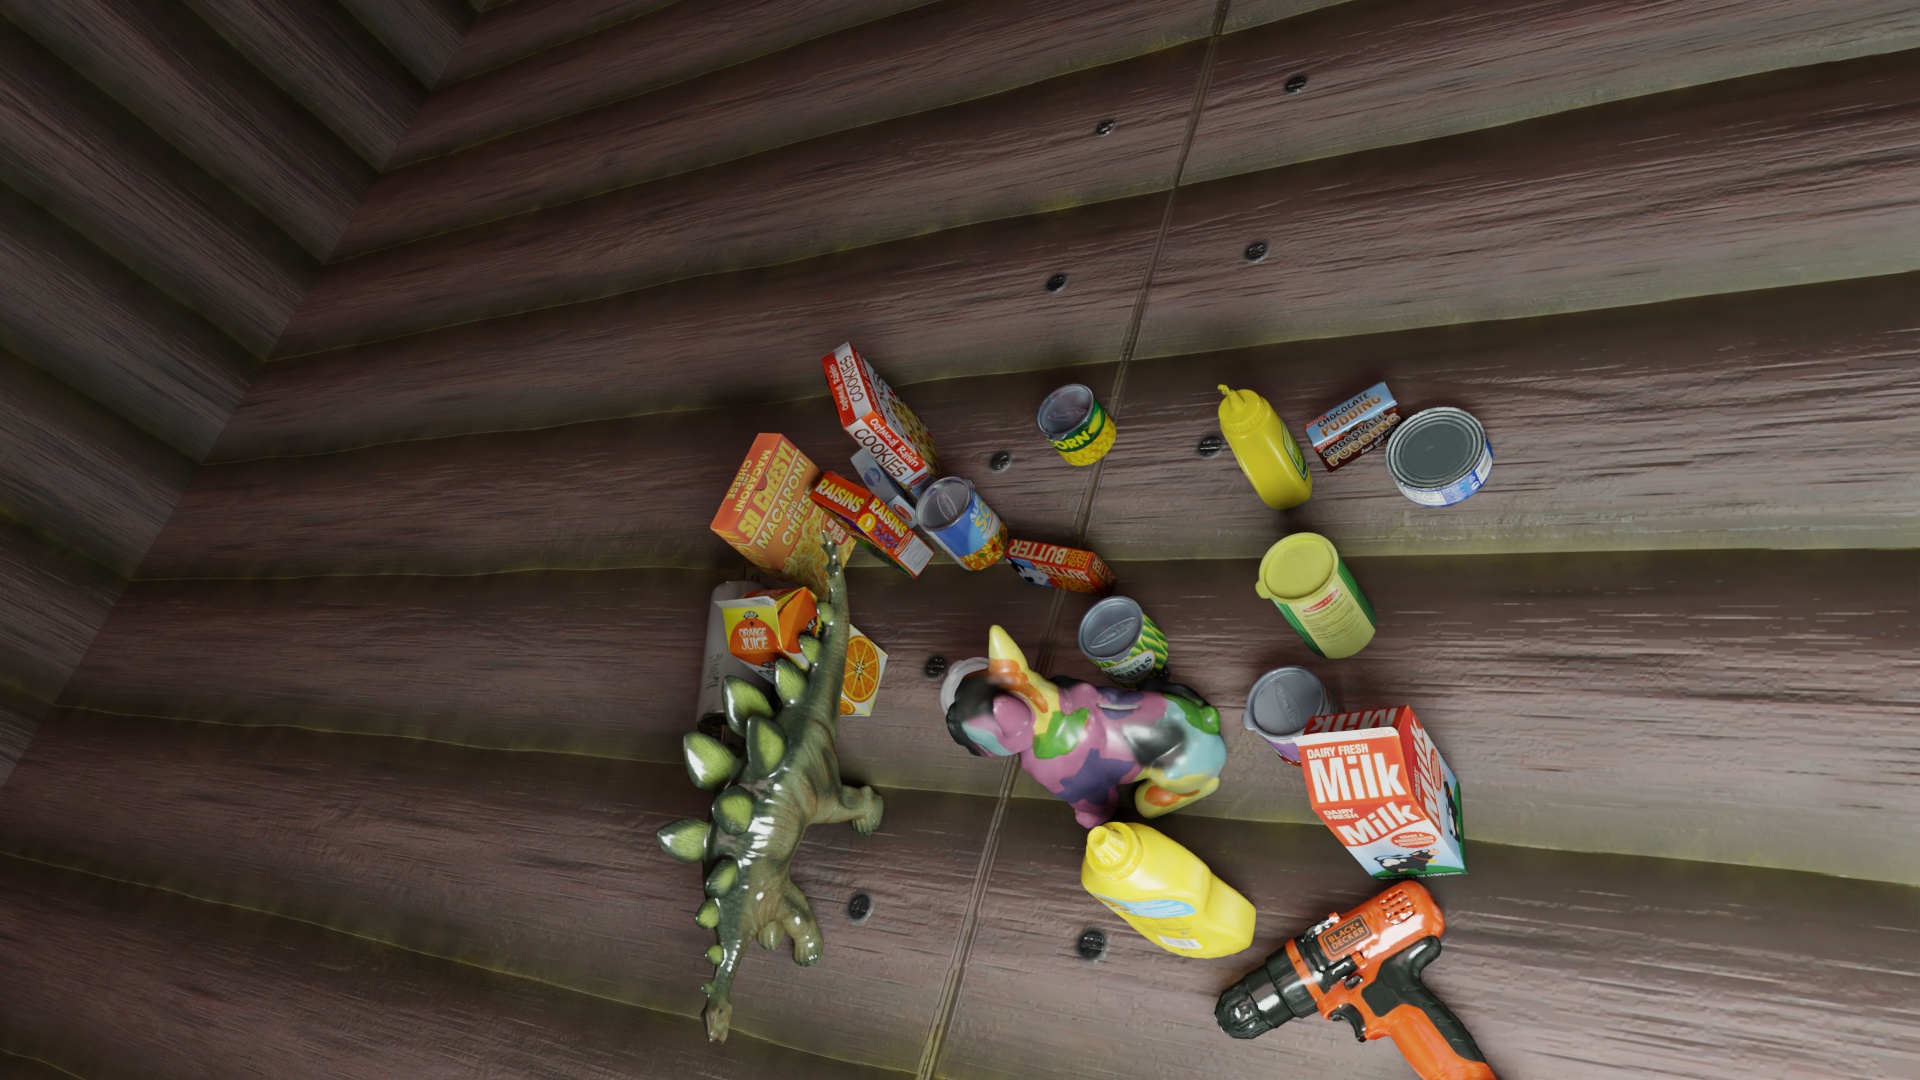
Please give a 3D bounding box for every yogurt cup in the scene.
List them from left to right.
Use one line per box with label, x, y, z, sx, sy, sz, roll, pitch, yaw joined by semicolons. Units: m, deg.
yogurt cup;0.022;0.152;1.319;0.072;0.054;0.073;-19;49;24

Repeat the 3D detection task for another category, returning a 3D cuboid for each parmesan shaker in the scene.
parmesan shaker;0.297;0.049;1.160;0.071;0.103;0.071;-19;49;24

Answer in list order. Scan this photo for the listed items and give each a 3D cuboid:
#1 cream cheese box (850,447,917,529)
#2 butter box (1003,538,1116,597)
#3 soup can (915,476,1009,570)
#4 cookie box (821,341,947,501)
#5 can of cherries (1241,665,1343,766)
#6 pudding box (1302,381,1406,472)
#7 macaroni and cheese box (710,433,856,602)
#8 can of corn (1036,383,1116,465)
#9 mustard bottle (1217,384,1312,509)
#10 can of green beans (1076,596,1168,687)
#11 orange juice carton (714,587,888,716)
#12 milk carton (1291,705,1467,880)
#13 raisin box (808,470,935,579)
cream cheese box;-0.083;-0.058;1.553;0.024;0.053;0.104;-40;44;5
butter box;0.097;0.027;1.358;0.103;0.053;0.024;10;66;40
soup can;0.005;-0.018;1.436;0.071;0.083;0.072;-19;49;24
cookie box;-0.080;-0.123;1.516;0.040;0.167;0.123;-33;45;12
can of cherries;0.273;0.145;1.137;0.071;0.058;0.072;-19;49;24
pudding box;0.360;-0.103;1.265;0.083;0.049;0.030;-30;46;15
macaroni and cheese box;-0.182;-0.021;1.516;0.040;0.166;0.124;5;63;39
can of corn;0.120;-0.117;1.444;0.071;0.058;0.071;-19;49;24
mustard bottle;0.268;-0.091;1.243;0.048;0.160;0.065;-21;49;23
can of green beans;0.148;0.093;1.268;0.071;0.057;0.071;-19;49;24
orange juice carton;-0.161;0.104;1.388;0.071;0.192;0.073;-5;57;34
milk carton;0.303;0.176;0.997;0.072;0.190;0.074;-13;52;29
raisin box;-0.093;-0.017;1.479;0.086;0.123;0.040;28;78;45
